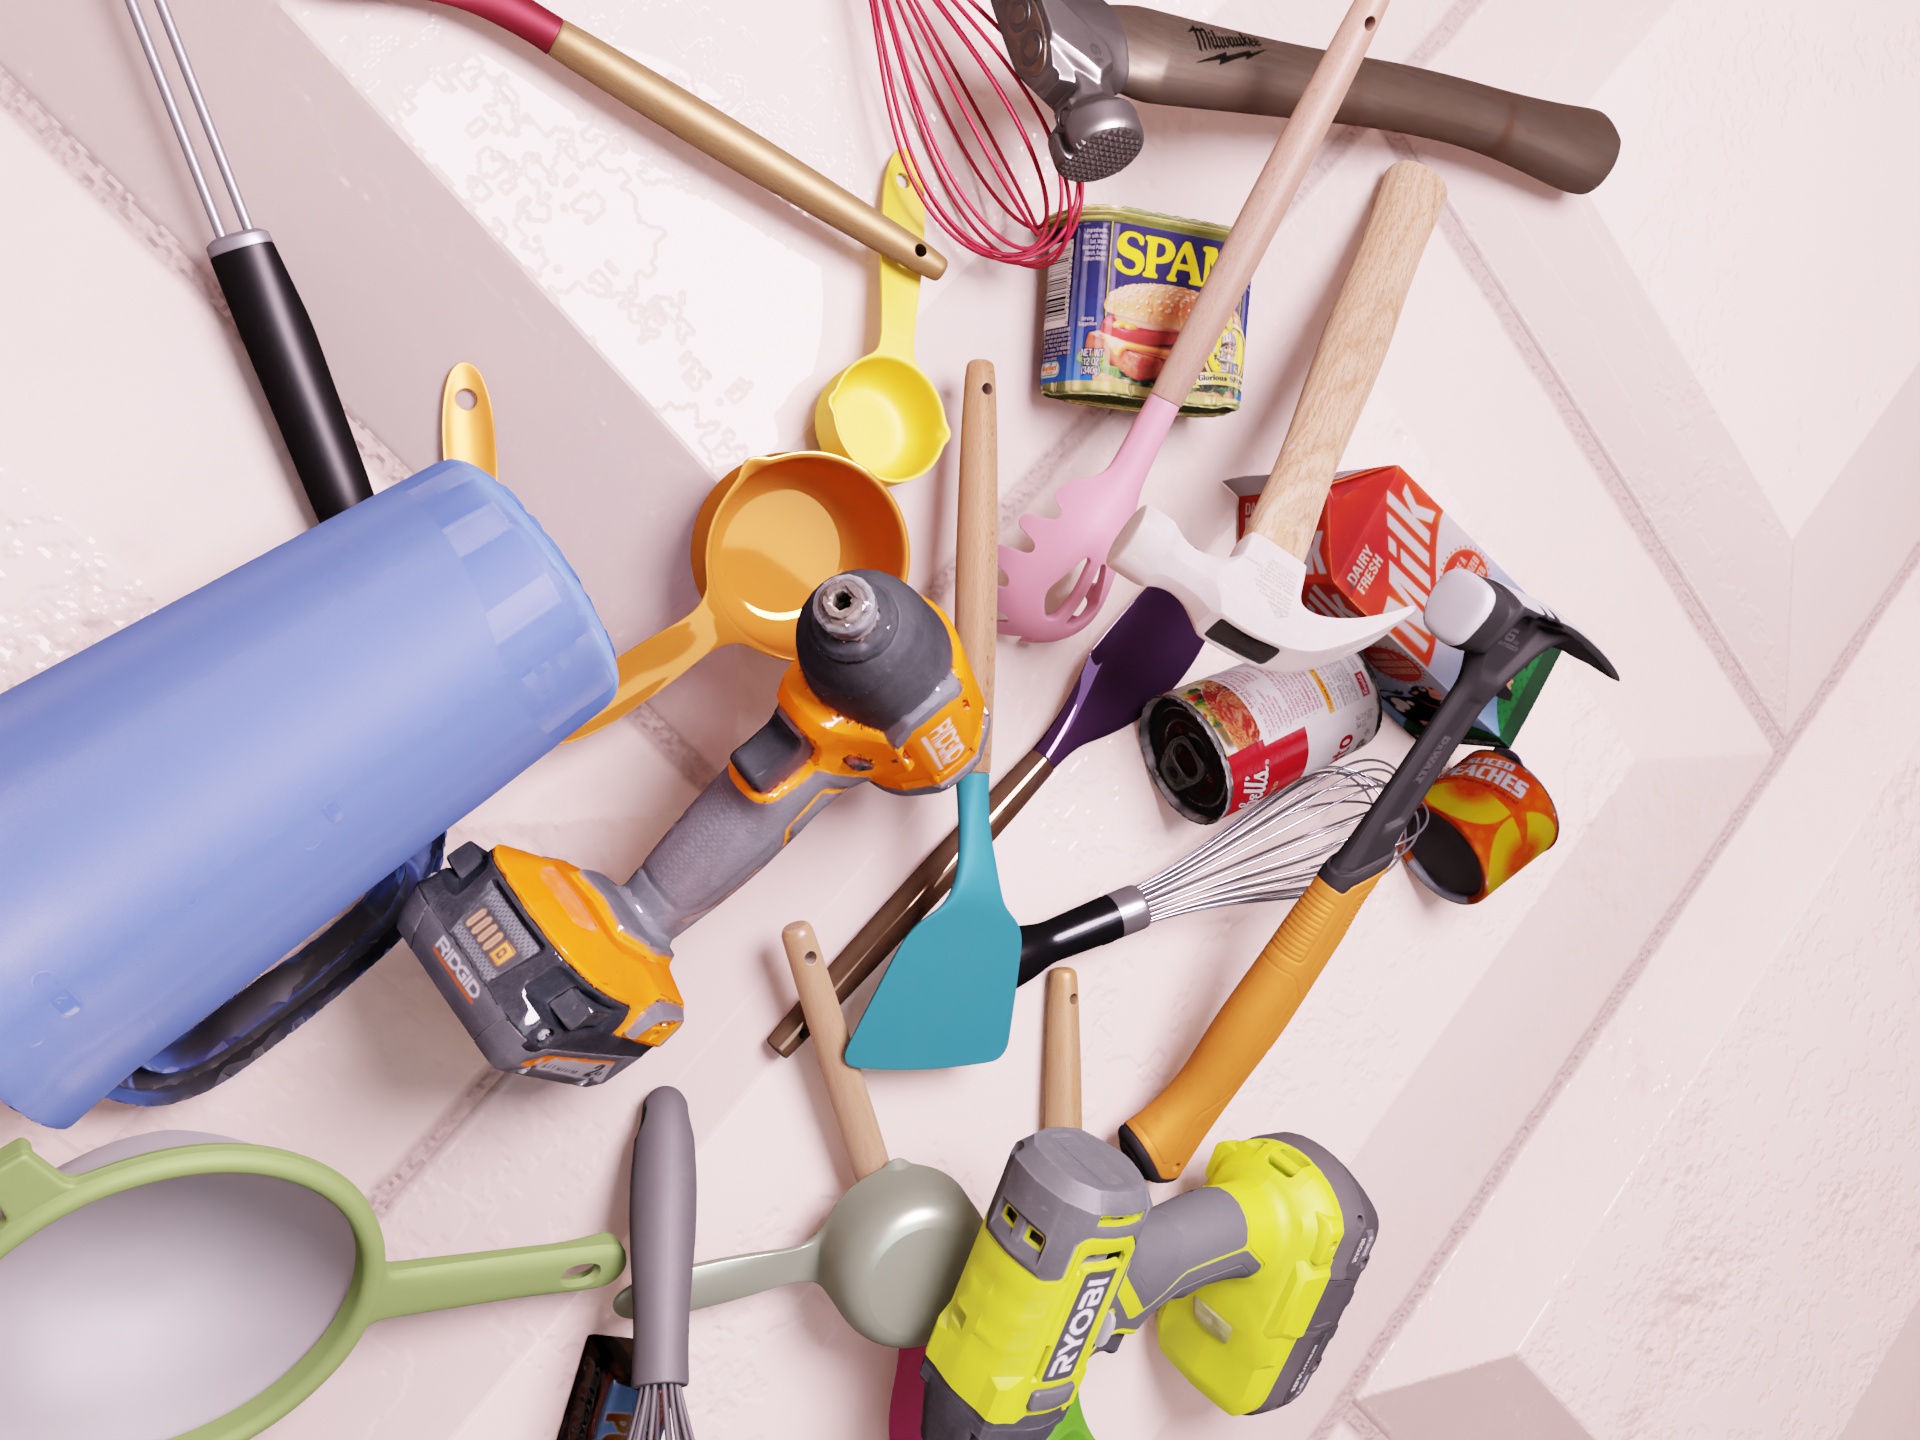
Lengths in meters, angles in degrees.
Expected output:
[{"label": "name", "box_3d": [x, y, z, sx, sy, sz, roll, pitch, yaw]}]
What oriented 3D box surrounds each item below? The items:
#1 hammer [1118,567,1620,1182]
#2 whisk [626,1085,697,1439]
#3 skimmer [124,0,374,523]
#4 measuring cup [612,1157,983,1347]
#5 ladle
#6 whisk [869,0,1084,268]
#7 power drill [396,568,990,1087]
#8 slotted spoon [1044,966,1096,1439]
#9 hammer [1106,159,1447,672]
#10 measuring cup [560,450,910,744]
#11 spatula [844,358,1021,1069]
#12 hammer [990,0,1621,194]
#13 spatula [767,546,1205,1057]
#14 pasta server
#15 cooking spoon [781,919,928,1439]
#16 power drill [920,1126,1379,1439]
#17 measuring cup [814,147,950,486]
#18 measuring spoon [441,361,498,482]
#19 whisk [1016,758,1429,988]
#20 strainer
[{"label": "hammer", "box_3d": [0.179, 0.087, 0.756, 0.127, 0.034, 0.337, 15, 113, -42]}, {"label": "whisk", "box_3d": [-0.119, 0.264, 0.634, 0.055, 0.055, 0.239, 12, 57, -27]}, {"label": "skimmer", "box_3d": [-0.283, -0.221, 0.538, 0.127, 0.090, 0.363, -15, 105, 7]}, {"label": "measuring cup", "box_3d": [-0.063, 0.243, 0.687, 0.167, 0.038, 0.083, -4, 102, -24]}, {"label": "ladle", "box_3d": [-0.137, -0.260, 0.636, 0.315, 0.031, 0.069, 26, 82, -24]}, {"label": "whisk", "box_3d": [-0.033, -0.327, 0.677, 0.073, 0.073, 0.295, -34, 103, -21]}, {"label": "power drill", "box_3d": [-0.091, 0.034, 0.599, 0.226, 0.164, 0.084, -40, 72, -5]}, {"label": "slotted spoon", "box_3d": [0.052, 0.278, 0.783, 0.070, 0.031, 0.314, -3, 93, -45]}, {"label": "hammer", "box_3d": [0.180, -0.156, 0.749, 0.130, 0.031, 0.331, 32, 57, -9]}, {"label": "measuring cup", "box_3d": [-0.104, -0.047, 0.668, 0.173, 0.052, 0.095, -36, 110, -10]}, {"label": "spatula", "box_3d": [-0.001, -0.002, 0.708, 0.082, 0.044, 0.317, 4, 85, -28]}, {"label": "hammer", "box_3d": [0.187, -0.314, 0.773, 0.410, 0.038, 0.146, -7, 74, -36]}, {"label": "spatula", "box_3d": [0.023, 0.039, 0.754, 0.316, 0.018, 0.059, -46, 129, -17]}, {"label": "pasta server", "box_3d": [0.099, -0.168, 0.702, 0.060, 0.040, 0.316, 17, 107, -34]}, {"label": "cooking spoon", "box_3d": [-0.031, 0.235, 0.732, 0.068, 0.017, 0.318, -22, 108, -21]}, {"label": "power drill", "box_3d": [0.083, 0.268, 0.729, 0.223, 0.080, 0.171, 9, 106, -43]}, {"label": "measuring cup", "box_3d": [-0.034, -0.179, 0.710, 0.062, 0.029, 0.156, 10, 77, -32]}, {"label": "measuring spoon", "box_3d": [-0.196, -0.085, 0.639, 0.021, 0.011, 0.117, -4, 92, -22]}, {"label": "whisk", "box_3d": [0.110, 0.083, 0.782, 0.284, 0.070, 0.070, -19, 102, -20]}, {"label": "strainer", "box_3d": [-0.251, 0.201, 0.602, 0.256, 0.069, 0.151, 9, 112, -41]}]
